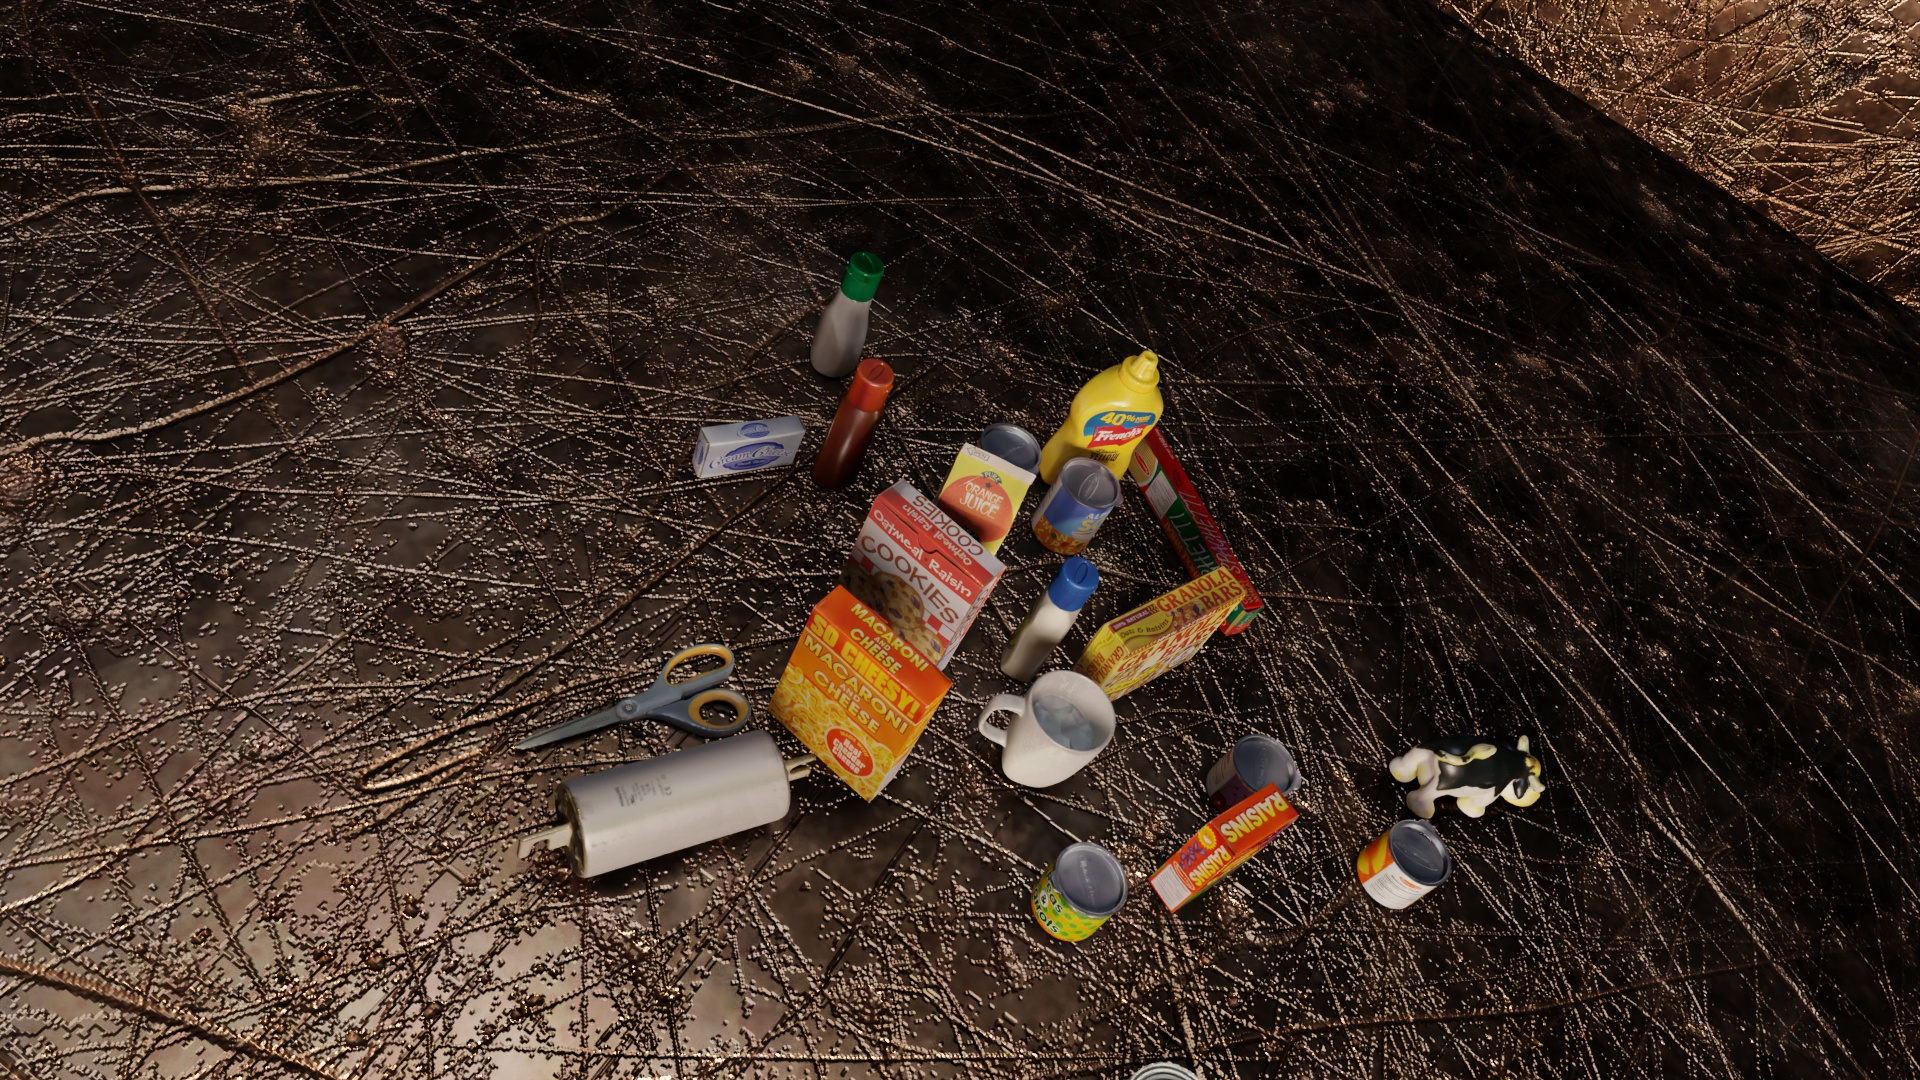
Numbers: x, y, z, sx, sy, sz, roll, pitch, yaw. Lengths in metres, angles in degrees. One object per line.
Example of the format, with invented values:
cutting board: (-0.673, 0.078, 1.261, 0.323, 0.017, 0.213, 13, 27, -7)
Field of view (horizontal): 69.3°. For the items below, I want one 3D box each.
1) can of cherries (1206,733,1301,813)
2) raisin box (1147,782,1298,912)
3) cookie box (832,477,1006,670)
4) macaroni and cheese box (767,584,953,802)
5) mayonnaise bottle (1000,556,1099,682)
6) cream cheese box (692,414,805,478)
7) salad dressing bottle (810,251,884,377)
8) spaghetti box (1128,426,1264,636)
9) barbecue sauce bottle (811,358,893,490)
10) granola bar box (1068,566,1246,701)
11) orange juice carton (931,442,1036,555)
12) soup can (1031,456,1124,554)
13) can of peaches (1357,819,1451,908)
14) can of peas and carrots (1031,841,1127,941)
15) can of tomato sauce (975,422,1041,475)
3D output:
can of cherries: (0.276, 0.227, 1.310, 0.071, 0.058, 0.072, 12, 50, -15)
raisin box: (0.228, 0.269, 1.212, 0.086, 0.122, 0.040, -20, 64, -35)
cookie box: (-0.043, 0.041, 1.244, 0.123, 0.166, 0.040, 40, 49, 10)
macaroni and cheese box: (-0.087, 0.129, 1.155, 0.124, 0.165, 0.040, 40, 49, 10)
mayonnaise bottle: (0.083, 0.071, 1.289, 0.041, 0.147, 0.065, 28, 48, -1)
cream cheese box: (-0.207, -0.092, 1.354, 0.104, 0.053, 0.024, -11, 59, -31)
salad dressing bottle: (-0.117, -0.234, 1.445, 0.044, 0.146, 0.064, -8, 58, -29)
spaghetti box: (0.247, -0.013, 1.495, 0.029, 0.050, 0.251, -9, 58, -29)
barbecue sauce bottle: (-0.103, -0.115, 1.355, 0.044, 0.147, 0.065, 33, 48, 3)
granola bar box: (0.181, 0.097, 1.328, 0.166, 0.123, 0.039, -22, 65, -35)
orange juice carton: (0.005, -0.016, 1.294, 0.072, 0.191, 0.073, 26, 48, -3)
soup can: (0.120, -0.033, 1.432, 0.071, 0.083, 0.072, 12, 50, -15)
can of peaches: (0.419, 0.305, 1.311, 0.071, 0.057, 0.071, 12, 50, -15)
can of peas and carrots: (0.098, 0.298, 1.174, 0.071, 0.058, 0.071, 12, 50, -15)
can of tomato sauce: (0.039, -0.068, 1.424, 0.071, 0.082, 0.071, 12, 50, -15)
